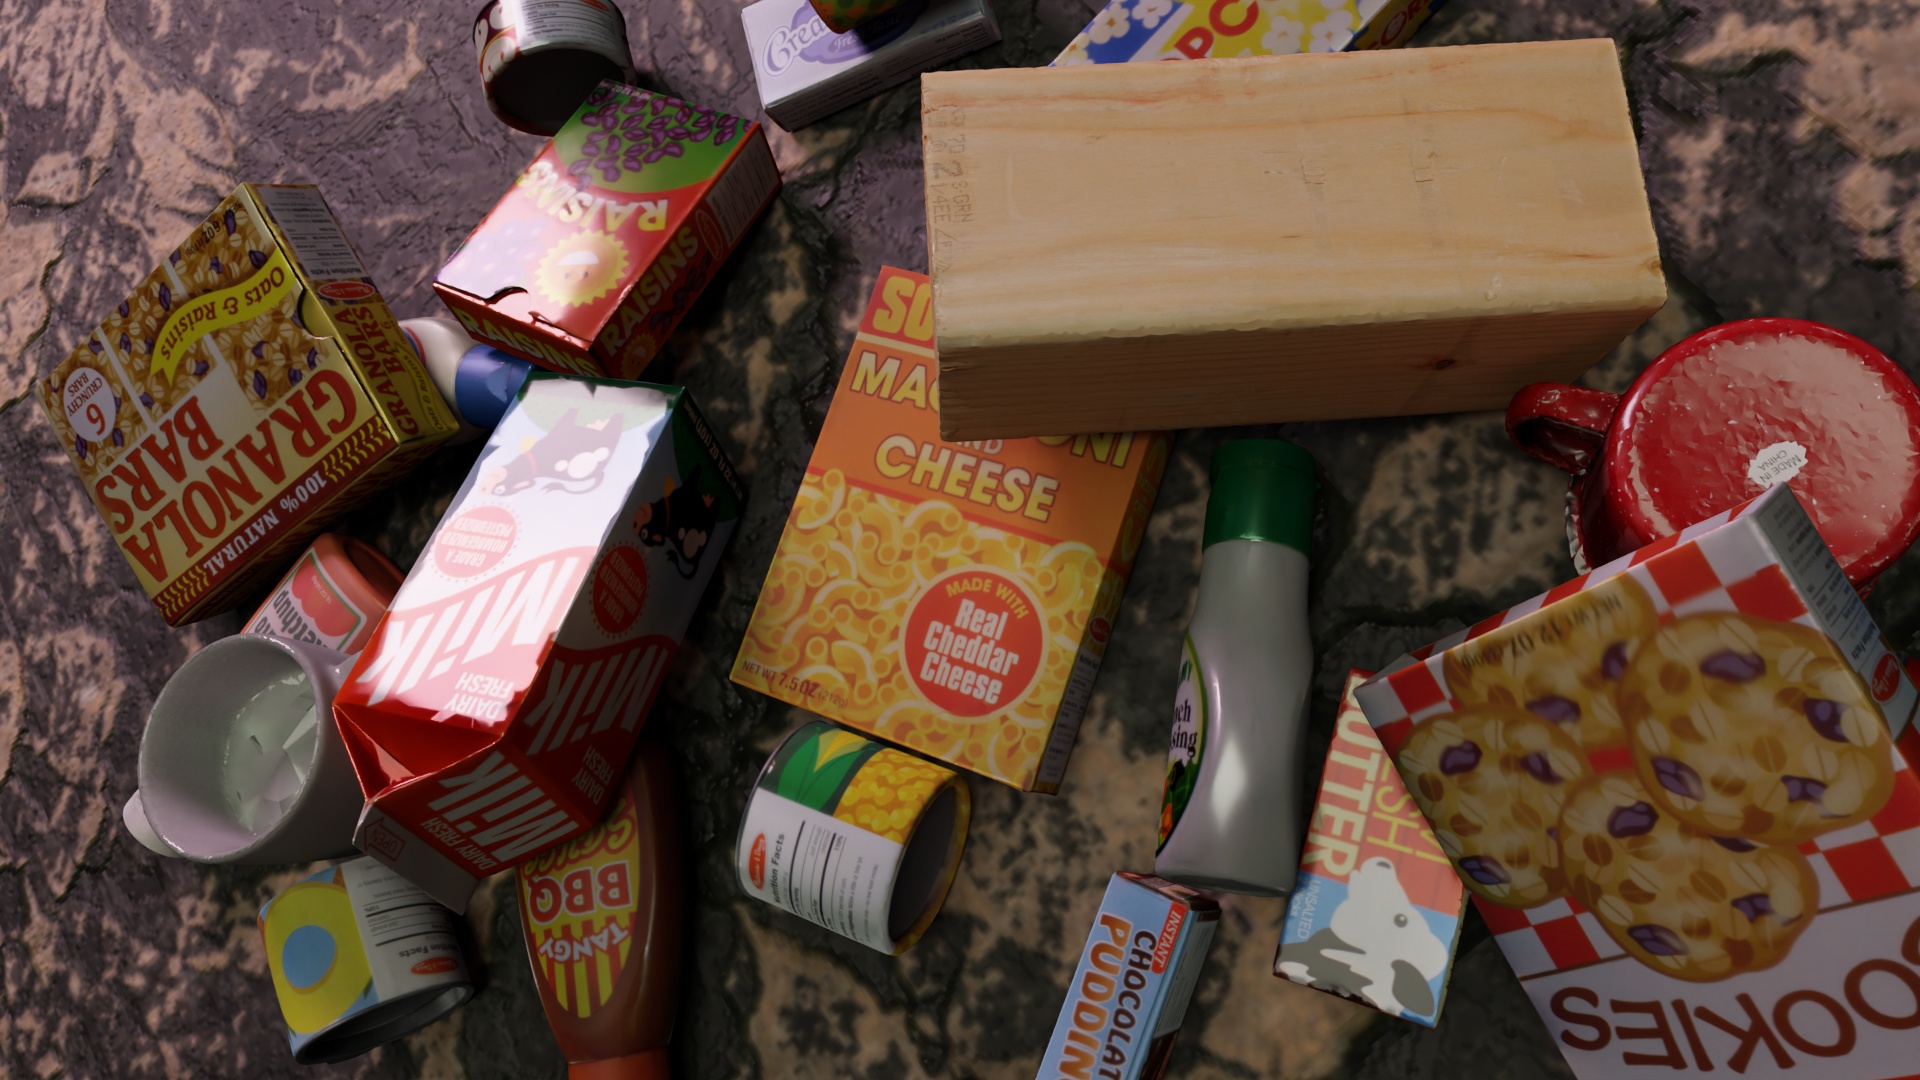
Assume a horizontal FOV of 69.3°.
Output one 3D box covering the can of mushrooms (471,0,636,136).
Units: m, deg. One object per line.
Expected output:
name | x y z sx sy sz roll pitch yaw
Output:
can of mushrooms | -0.178 -0.209 0.612 0.071 0.071 0.033 -20 73 14

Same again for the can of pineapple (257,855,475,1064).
can of pineapple | -0.232 0.162 0.539 0.071 0.071 0.058 -32 69 10

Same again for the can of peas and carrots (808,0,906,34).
can of peas and carrots | -0.038 -0.239 0.538 0.058 0.071 0.071 -22 71 14

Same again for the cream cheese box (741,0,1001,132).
cream cheese box | -0.039 -0.217 0.585 0.104 0.024 0.053 -19 71 14

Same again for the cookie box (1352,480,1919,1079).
cookie box | 0.203 0.087 0.371 0.122 0.040 0.167 -36 79 44

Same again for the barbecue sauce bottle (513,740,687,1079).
barbecue sauce bottle | -0.131 0.153 0.518 0.065 0.043 0.149 -14 73 14

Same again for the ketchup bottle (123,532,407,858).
ketchup bottle | -0.295 0.070 0.595 0.148 0.043 0.065 -48 65 3

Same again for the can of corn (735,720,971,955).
can of corn | -0.035 0.102 0.486 0.058 0.071 0.071 17 83 21

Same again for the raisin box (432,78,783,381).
raisin box | -0.143 -0.127 0.572 0.086 0.040 0.124 22 67 21

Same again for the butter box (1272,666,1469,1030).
butter box | 0.139 0.097 0.447 0.053 0.024 0.103 13 82 21

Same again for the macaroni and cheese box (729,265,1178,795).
macaroni and cheese box | 0.002 -0.006 0.512 0.124 0.040 0.166 17 84 21

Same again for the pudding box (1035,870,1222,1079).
pudding box | 0.054 0.152 0.450 0.030 0.049 0.084 19 84 24

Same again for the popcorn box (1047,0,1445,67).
popcorn box | 0.107 -0.190 0.520 0.126 0.038 0.085 -45 67 4

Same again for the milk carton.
milk carton | -0.154 0.034 0.505 0.073 0.072 0.191 7 58 20

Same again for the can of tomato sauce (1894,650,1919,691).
can of tomato sauce | 0.275 0.080 0.380 0.083 0.071 0.071 40 92 22

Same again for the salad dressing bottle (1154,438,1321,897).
salad dressing bottle | 0.094 0.040 0.460 0.044 0.064 0.148 8 71 4

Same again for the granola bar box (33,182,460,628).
granola bar box | -0.309 -0.055 0.594 0.165 0.039 0.124 -31 89 24

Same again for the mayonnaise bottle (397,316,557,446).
mayonnaise bottle | -0.240 -0.071 0.610 0.148 0.041 0.065 6 86 21
